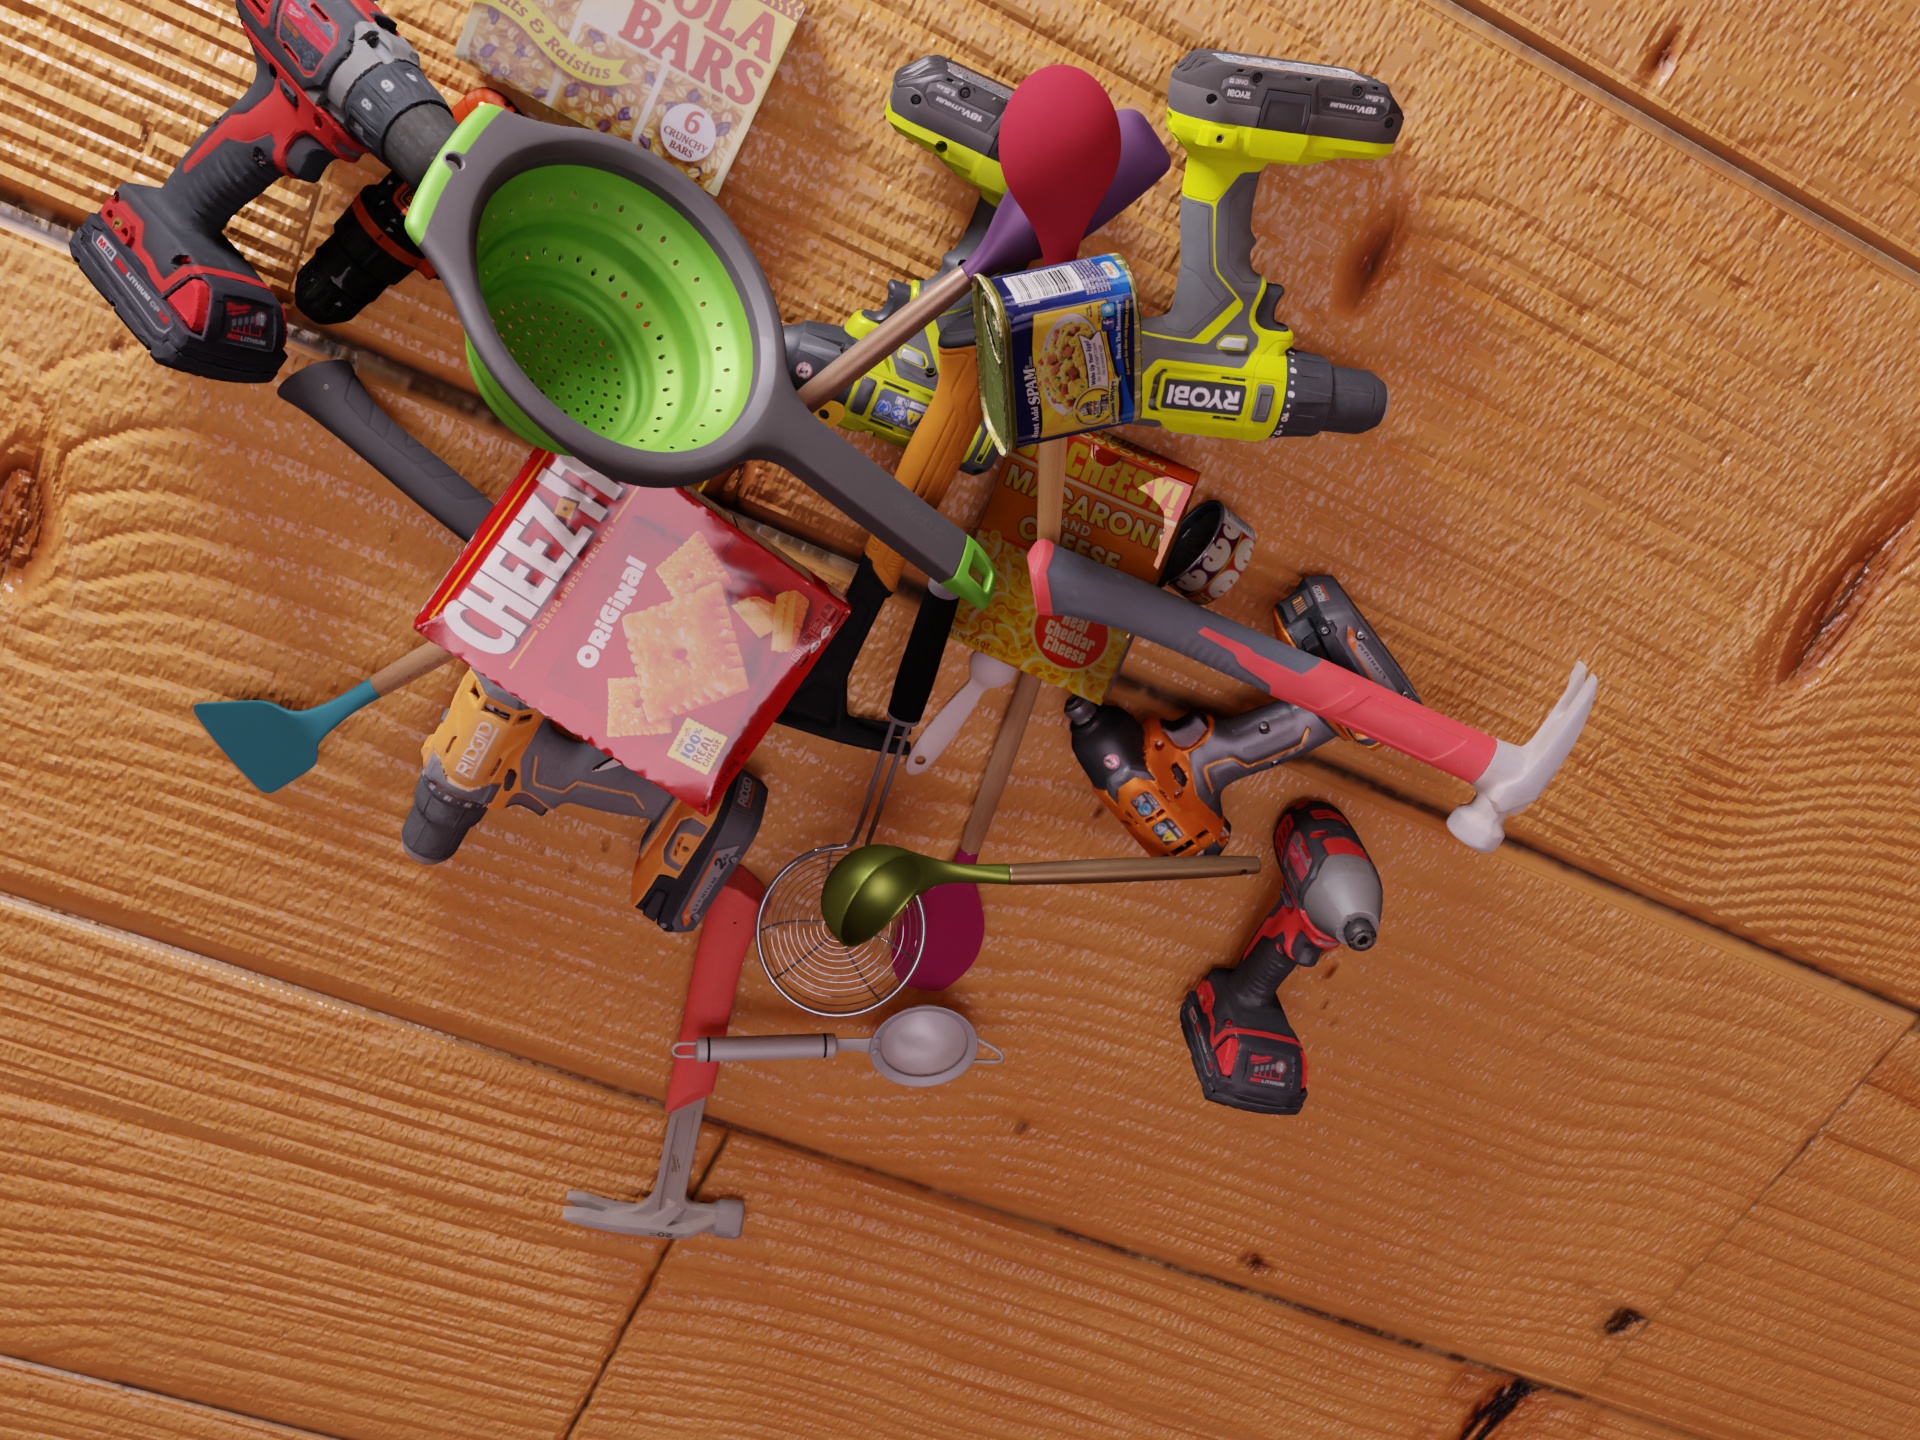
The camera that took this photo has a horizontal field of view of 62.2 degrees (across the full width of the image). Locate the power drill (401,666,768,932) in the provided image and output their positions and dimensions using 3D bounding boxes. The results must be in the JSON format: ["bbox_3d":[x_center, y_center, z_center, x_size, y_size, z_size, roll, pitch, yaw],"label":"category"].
[{"bbox_3d":[-0.275,0.066,1.131,0.226,0.084,0.185,29,116,-14],"label":"power drill"}]

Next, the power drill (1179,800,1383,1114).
[{"bbox_3d":[0.248,0.184,1.196,0.078,0.143,0.219,13,118,-14],"label":"power drill"}]

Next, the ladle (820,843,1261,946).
[{"bbox_3d":[0.061,0.116,1.108,0.320,0.062,0.078,-1,134,-12],"label":"ladle"}]

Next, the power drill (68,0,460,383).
[{"bbox_3d":[-0.379,-0.296,0.901,0.226,0.080,0.188,-46,78,17],"label":"power drill"}]

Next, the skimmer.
[{"bbox_3d":[-0.055,0.060,1.103,0.127,0.090,0.363,13,130,-8],"label":"skimmer"}]

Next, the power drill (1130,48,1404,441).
[{"bbox_3d":[0.193,-0.284,0.990,0.190,0.080,0.228,5,119,-7],"label":"power drill"}]

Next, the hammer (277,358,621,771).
[{"bbox_3d":[-0.297,-0.108,1.034,0.334,0.035,0.146,41,74,-13],"label":"hammer"}]

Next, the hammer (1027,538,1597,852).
[{"bbox_3d":[0.225,-0.042,1.042,0.386,0.038,0.143,23,112,-12],"label":"hammer"}]

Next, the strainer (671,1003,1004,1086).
[{"bbox_3d":[-0.095,0.251,1.242,0.258,0.050,0.086,1,122,-15],"label":"strainer"}]

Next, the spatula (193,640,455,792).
[{"bbox_3d":[-0.381,-0.042,1.101,0.317,0.044,0.082,-28,116,5],"label":"spatula"}]

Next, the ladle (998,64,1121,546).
[{"bbox_3d":[0.056,-0.223,0.947,0.069,0.031,0.315,-6,129,-7],"label":"ladle"}]

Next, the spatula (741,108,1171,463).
[{"bbox_3d":[-0.017,-0.250,0.942,0.316,0.018,0.059,-34,123,17],"label":"spatula"}]

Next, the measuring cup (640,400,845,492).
[{"bbox_3d":[-0.141,-0.183,1.019,0.156,0.029,0.062,-12,121,20],"label":"measuring cup"}]

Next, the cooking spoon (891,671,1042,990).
[{"bbox_3d":[0.015,0.075,1.191,0.068,0.017,0.318,13,116,-12],"label":"cooking spoon"}]

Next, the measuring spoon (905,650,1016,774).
[{"bbox_3d":[-0.002,-0.004,1.149,0.034,0.018,0.124,31,112,-18],"label":"measuring spoon"}]

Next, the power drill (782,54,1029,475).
[{"bbox_3d":[-0.020,-0.278,0.977,0.171,0.080,0.223,19,117,-14],"label":"power drill"}]

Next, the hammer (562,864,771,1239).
[{"bbox_3d":[-0.219,0.271,1.264,0.149,0.037,0.359,10,116,-9],"label":"hammer"}]

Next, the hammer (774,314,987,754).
[{"bbox_3d":[-0.037,-0.112,1.038,0.127,0.034,0.336,18,129,-13],"label":"hammer"}]

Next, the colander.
[{"bbox_3d":[-0.146,-0.171,0.920,0.396,0.205,0.094,35,143,-28],"label":"colander"}]

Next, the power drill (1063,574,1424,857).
[{"bbox_3d":[0.193,-0.003,1.132,0.226,0.084,0.164,-35,113,17],"label":"power drill"}]
